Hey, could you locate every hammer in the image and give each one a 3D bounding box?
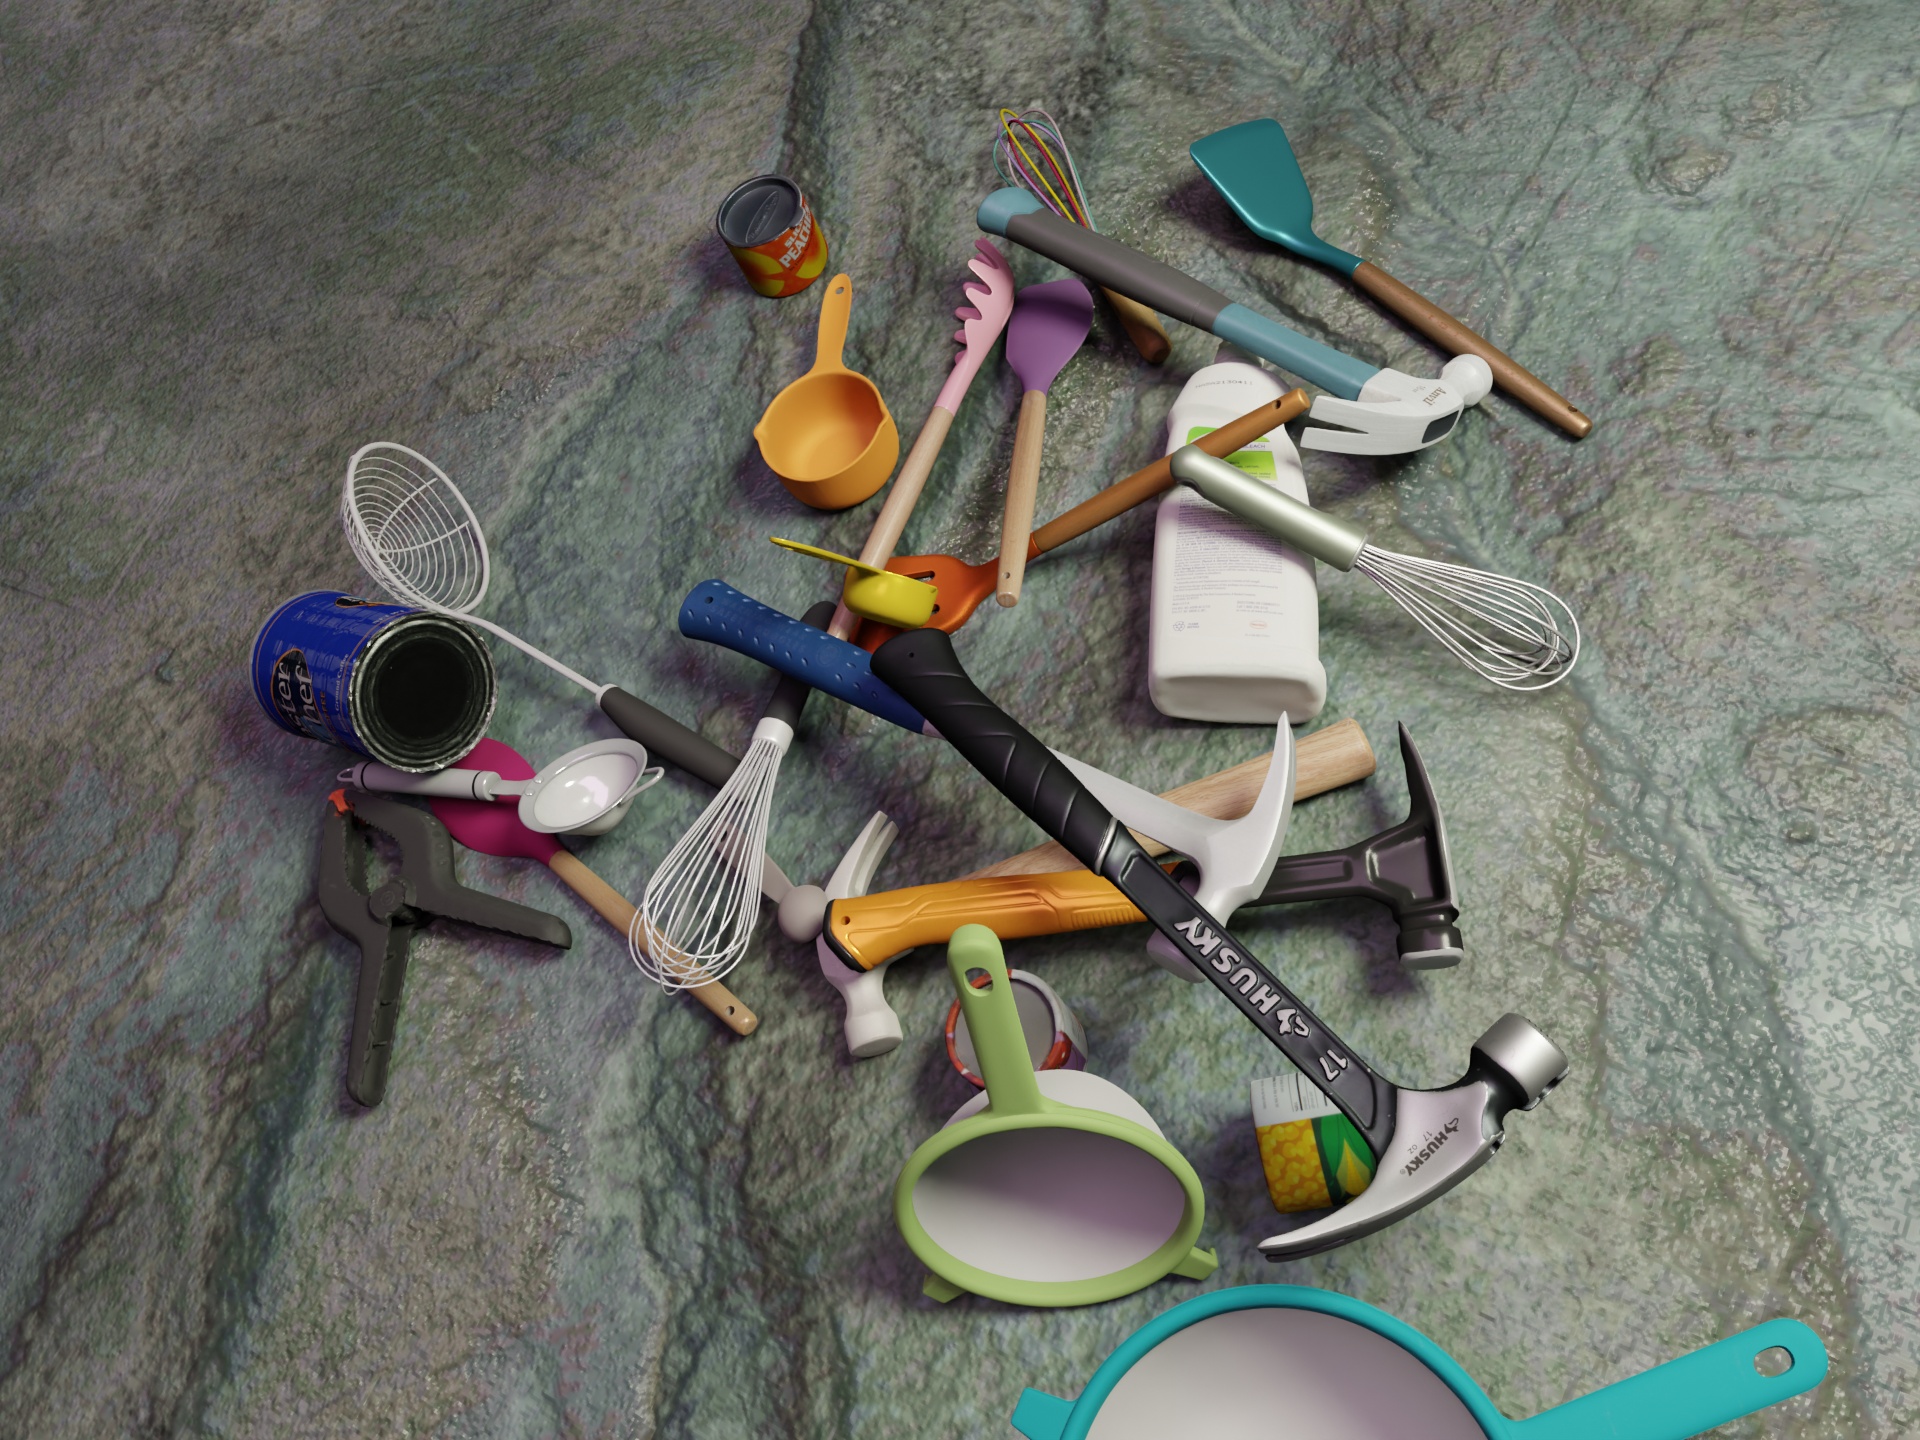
[{"bbox_3d":[0.072,0.073,0.902,0.331,0.031,0.130,-22,61,6],"label":"hammer"},{"bbox_3d":[0.088,0.086,0.853,0.337,0.034,0.127,-9,64,13],"label":"hammer"},{"bbox_3d":[-0.001,-0.003,0.894,0.406,0.035,0.144,25,71,31],"label":"hammer"},{"bbox_3d":[0.151,-0.252,0.975,0.331,0.033,0.128,33,47,22],"label":"hammer"},{"bbox_3d":[0.081,0.078,0.771,0.149,0.036,0.409,-42,54,-6],"label":"hammer"}]

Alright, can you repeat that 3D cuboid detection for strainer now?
[{"bbox_3d":[-0.293,0.043,1.013,0.258,0.050,0.087,3,41,22],"label":"strainer"},{"bbox_3d":[0.032,0.179,0.763,0.151,0.256,0.069,-9,34,9],"label":"strainer"},{"bbox_3d":[0.206,0.337,0.696,0.340,0.095,0.211,-24,63,4],"label":"strainer"}]

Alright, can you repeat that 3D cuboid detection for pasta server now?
[{"bbox_3d":[-0.029,-0.182,1.040,0.040,0.060,0.316,24,70,-1],"label":"pasta server"}]

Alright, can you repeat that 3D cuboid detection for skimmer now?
[{"bbox_3d":[-0.265,-0.069,1.045,0.363,0.127,0.090,30,100,20],"label":"skimmer"}]

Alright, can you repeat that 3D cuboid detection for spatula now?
[{"bbox_3d":[0.271,-0.277,0.996,0.082,0.044,0.318,-27,58,-27],"label":"spatula"},{"bbox_3d":[0.047,-0.186,0.997,0.060,0.018,0.316,-6,47,18],"label":"spatula"},{"bbox_3d":[0.062,-0.121,0.958,0.322,0.041,0.081,-26,57,32],"label":"spatula"}]

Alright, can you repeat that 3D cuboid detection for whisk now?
[{"bbox_3d":[0.081,-0.337,1.089,0.051,0.047,0.245,-27,63,3],"label":"whisk"},{"bbox_3d":[0.226,-0.089,0.877,0.246,0.057,0.059,29,87,7],"label":"whisk"},{"bbox_3d":[-0.124,0.037,0.952,0.070,0.070,0.285,5,53,20],"label":"whisk"}]

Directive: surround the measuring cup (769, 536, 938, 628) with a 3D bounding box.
[{"bbox_3d":[-0.067,-0.079,0.926,0.062,0.156,0.029,14,91,29],"label":"measuring cup"}]

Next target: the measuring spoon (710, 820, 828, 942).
[{"bbox_3d":[-0.121,0.091,0.948,0.124,0.018,0.034,36,95,42],"label":"measuring spoon"}]

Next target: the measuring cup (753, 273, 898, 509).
[{"bbox_3d":[-0.082,-0.222,1.083,0.095,0.052,0.174,-4,62,16],"label":"measuring cup"}]

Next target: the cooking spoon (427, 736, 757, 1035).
[{"bbox_3d":[-0.237,0.100,0.997,0.319,0.017,0.069,34,79,29],"label":"cooking spoon"}]
